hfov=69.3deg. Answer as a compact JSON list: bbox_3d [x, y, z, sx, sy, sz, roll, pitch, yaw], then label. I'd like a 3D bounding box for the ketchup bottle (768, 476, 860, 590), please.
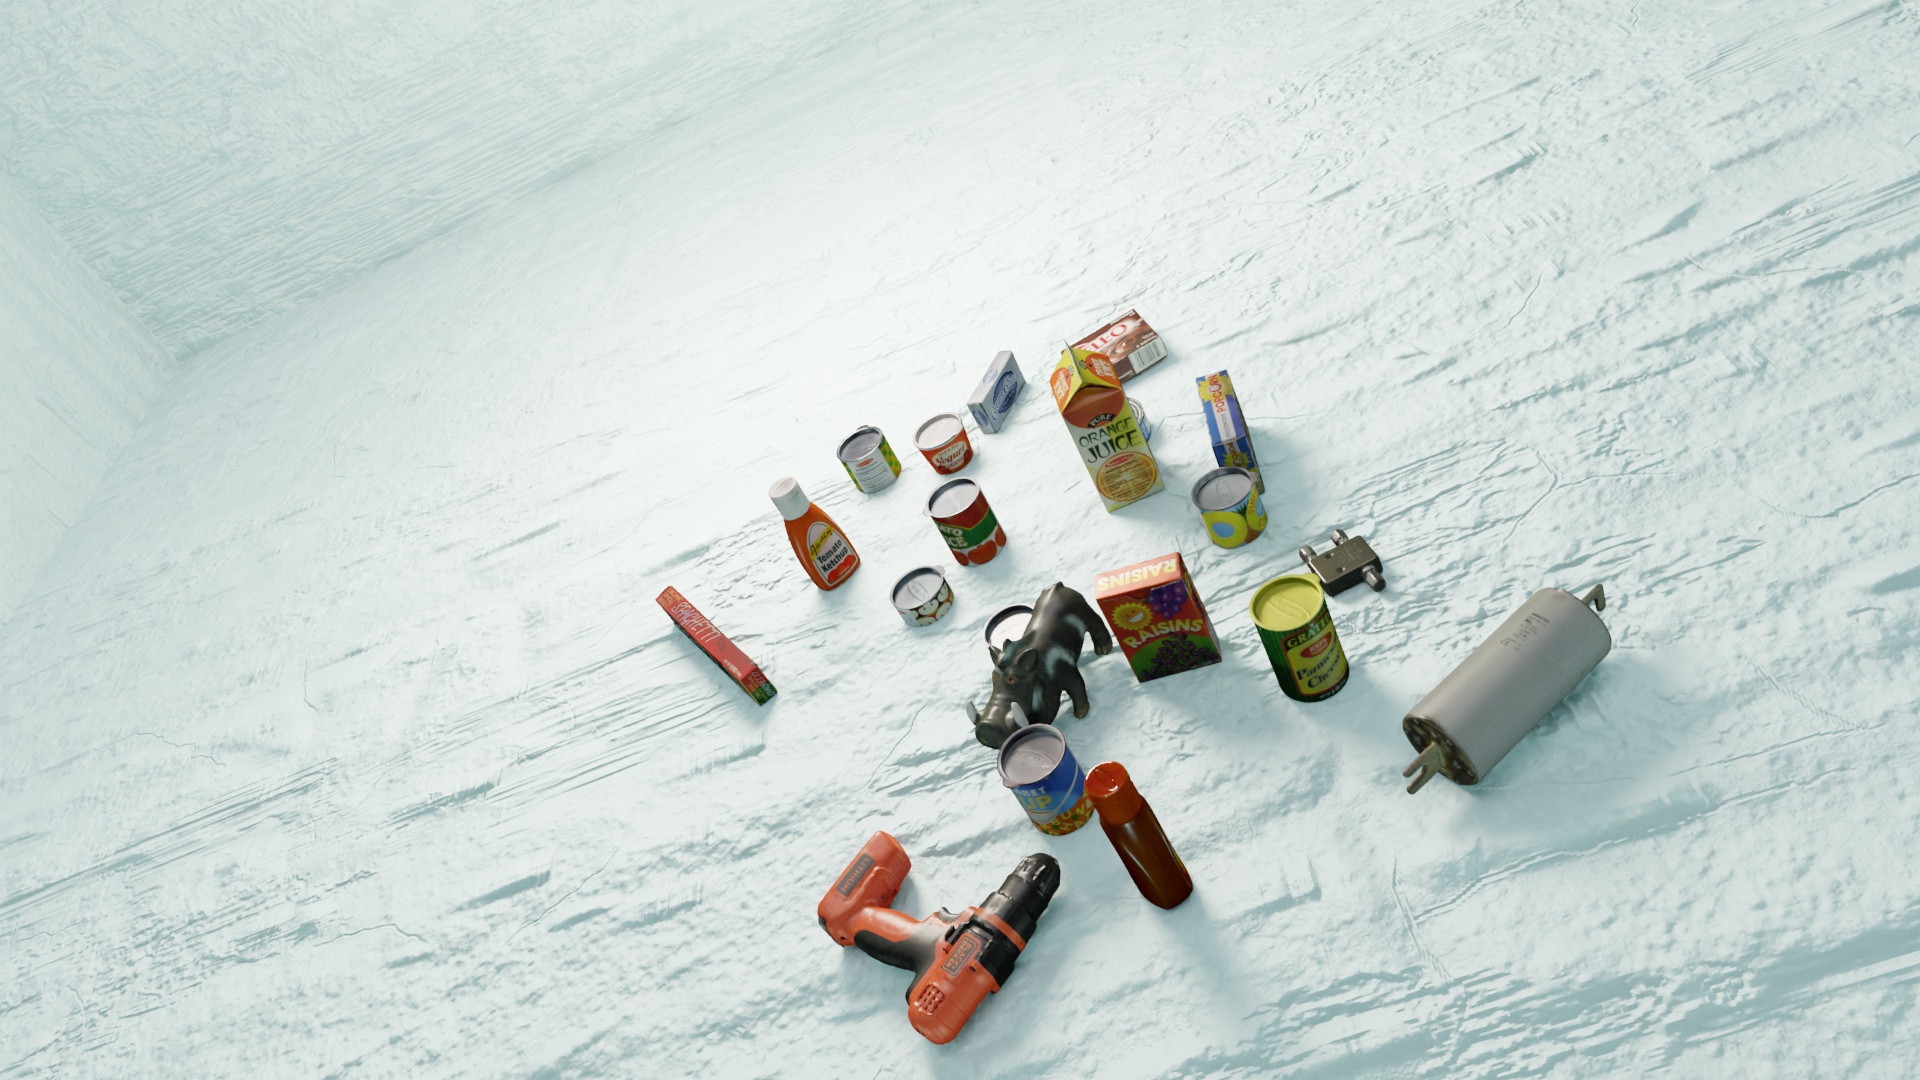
[{"bbox_3d":[-0.176,-0.011,1.636,0.065,0.148,0.043,-44,39,-18],"label":"ketchup bottle"}]

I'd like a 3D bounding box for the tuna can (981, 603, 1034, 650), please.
[{"bbox_3d":[0.059,0.101,1.446,0.071,0.032,0.071,-18,38,15],"label":"tuna can"}]

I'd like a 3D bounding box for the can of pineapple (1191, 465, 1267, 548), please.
[{"bbox_3d":[0.280,-0.034,1.436,0.071,0.057,0.071,-18,38,15],"label":"can of pineapple"}]

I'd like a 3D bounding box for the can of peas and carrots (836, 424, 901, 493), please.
[{"bbox_3d":[-0.117,-0.105,1.781,0.071,0.058,0.071,-18,38,15],"label":"can of peas and carrots"}]

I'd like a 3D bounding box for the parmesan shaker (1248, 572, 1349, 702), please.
[{"bbox_3d":[0.306,0.087,1.241,0.071,0.102,0.072,-18,38,15],"label":"parmesan shaker"}]

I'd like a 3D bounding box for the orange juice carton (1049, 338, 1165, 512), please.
[{"bbox_3d":[0.154,-0.130,1.519,0.073,0.192,0.072,-23,37,9],"label":"orange juice carton"}]

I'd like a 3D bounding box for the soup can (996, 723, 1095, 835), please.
[{"bbox_3d":[0.077,0.219,1.255,0.071,0.083,0.072,-18,38,15],"label":"soup can"}]

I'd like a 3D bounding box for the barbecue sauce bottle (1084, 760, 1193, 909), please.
[{"bbox_3d":[0.143,0.238,1.135,0.044,0.148,0.065,-36,37,-7],"label":"barbecue sauce bottle"}]

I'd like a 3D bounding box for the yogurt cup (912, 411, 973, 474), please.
[{"bbox_3d":[-0.019,-0.119,1.737,0.072,0.053,0.073,-18,38,15],"label":"yogurt cup"}]

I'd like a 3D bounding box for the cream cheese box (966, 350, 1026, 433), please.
[{"bbox_3d":[0.047,-0.190,1.775,0.024,0.053,0.104,1,47,35],"label":"cream cheese box"}]

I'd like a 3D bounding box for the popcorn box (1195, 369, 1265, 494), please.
[{"bbox_3d":[0.291,-0.114,1.499,0.038,0.085,0.127,-19,38,15],"label":"popcorn box"}]

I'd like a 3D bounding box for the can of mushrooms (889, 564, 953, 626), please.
[{"bbox_3d":[-0.041,0.061,1.559,0.071,0.033,0.071,-18,38,15],"label":"can of mushrooms"}]

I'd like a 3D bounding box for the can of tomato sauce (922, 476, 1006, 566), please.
[{"bbox_3d":[0.006,-0.020,1.581,0.071,0.082,0.071,-18,38,15],"label":"can of tomato sauce"}]

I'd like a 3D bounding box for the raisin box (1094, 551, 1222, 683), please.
[{"bbox_3d":[0.188,0.075,1.317,0.086,0.123,0.040,-16,39,18],"label":"raisin box"}]

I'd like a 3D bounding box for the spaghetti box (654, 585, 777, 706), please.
[{"bbox_3d":[-0.293,0.121,1.642,0.029,0.050,0.250,-41,38,-14],"label":"spaghetti box"}]
